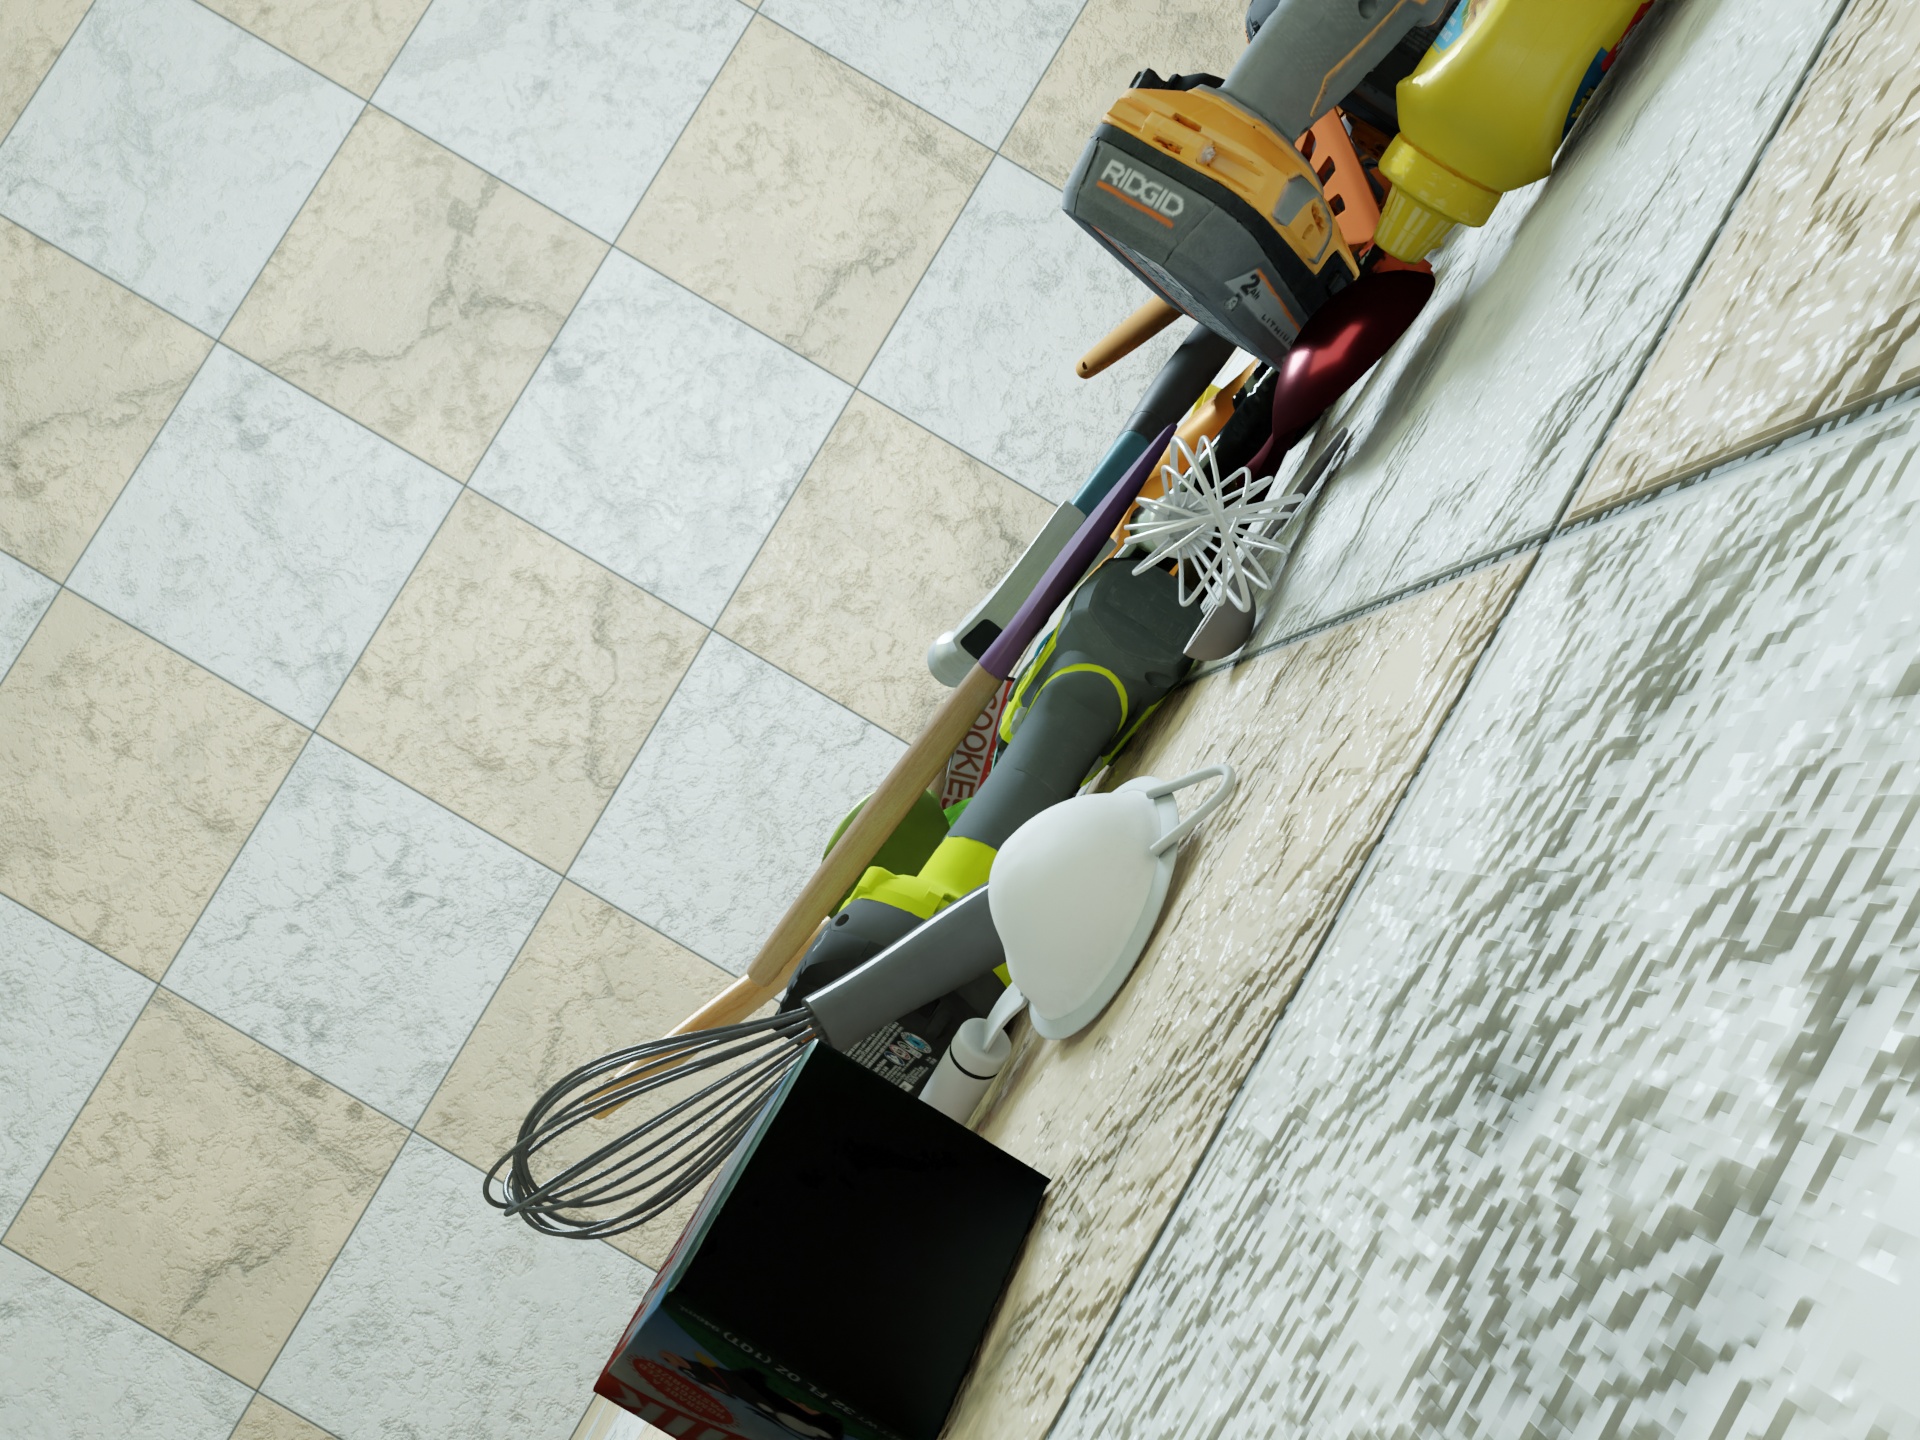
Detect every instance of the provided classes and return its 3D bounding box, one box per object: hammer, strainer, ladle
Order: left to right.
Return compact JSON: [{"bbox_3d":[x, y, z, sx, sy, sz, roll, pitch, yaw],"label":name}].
[{"bbox_3d":[-0.029,0.034,0.898,0.320,0.062,0.078,-81,7,-74],"label":"ladle"},{"bbox_3d":[0.008,0.103,0.521,0.087,0.050,0.258,-86,19,-54],"label":"strainer"},{"bbox_3d":[0.099,-0.157,0.861,0.331,0.033,0.128,-53,7,-25],"label":"hammer"},{"bbox_3d":[0.125,-0.152,0.977,0.127,0.034,0.337,-55,7,-24],"label":"hammer"},{"bbox_3d":[0.116,-0.087,0.663,0.069,0.031,0.315,-52,-6,-22],"label":"ladle"}]

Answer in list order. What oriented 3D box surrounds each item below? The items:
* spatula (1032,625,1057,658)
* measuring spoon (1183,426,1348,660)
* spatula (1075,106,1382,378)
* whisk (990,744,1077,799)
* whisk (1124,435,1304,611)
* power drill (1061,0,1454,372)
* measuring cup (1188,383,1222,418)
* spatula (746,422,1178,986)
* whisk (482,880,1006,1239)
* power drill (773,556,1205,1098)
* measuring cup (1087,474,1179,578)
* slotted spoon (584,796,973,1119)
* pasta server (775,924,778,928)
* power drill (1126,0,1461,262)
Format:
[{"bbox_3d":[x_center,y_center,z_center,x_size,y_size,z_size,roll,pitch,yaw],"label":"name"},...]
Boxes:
[{"bbox_3d":[0.113,-0.093,1.092,0.317,0.044,0.082,-52,-10,-15],"label":"spatula"},{"bbox_3d":[0.121,-0.066,0.595,0.124,0.018,0.034,-53,-4,-26],"label":"measuring spoon"},{"bbox_3d":[0.122,-0.227,0.809,0.041,0.081,0.322,-26,3,-21],"label":"spatula"},{"bbox_3d":[0.012,0.084,0.804,0.245,0.051,0.047,-63,8,-22],"label":"whisk"},{"bbox_3d":[0.081,-0.072,0.583,0.058,0.059,0.246,-23,6,4],"label":"whisk"},{"bbox_3d":[0.154,-0.245,0.584,0.226,0.084,0.185,-56,-30,12],"label":"power drill"},{"bbox_3d":[0.172,-0.177,1.193,0.062,0.029,0.156,127,162,-83],"label":"measuring cup"},{"bbox_3d":[-0.001,-0.002,0.707,0.316,0.018,0.060,-53,-5,12],"label":"spatula"},{"bbox_3d":[-0.047,0.101,0.536,0.239,0.055,0.055,-28,-11,-20],"label":"whisk"},{"bbox_3d":[0.015,0.052,0.684,0.223,0.080,0.171,-56,-1,-30],"label":"power drill"},{"bbox_3d":[0.106,-0.094,0.905,0.095,0.052,0.173,-60,3,6],"label":"measuring cup"},{"bbox_3d":[-0.070,0.114,0.844,0.070,0.031,0.314,-2,25,48],"label":"slotted spoon"},{"bbox_3d":[-0.058,0.149,0.797,0.060,0.040,0.316,-22,10,-4],"label":"pasta server"},{"bbox_3d":[0.168,-0.304,0.777,0.084,0.164,0.226,-60,3,-4],"label":"power drill"}]
